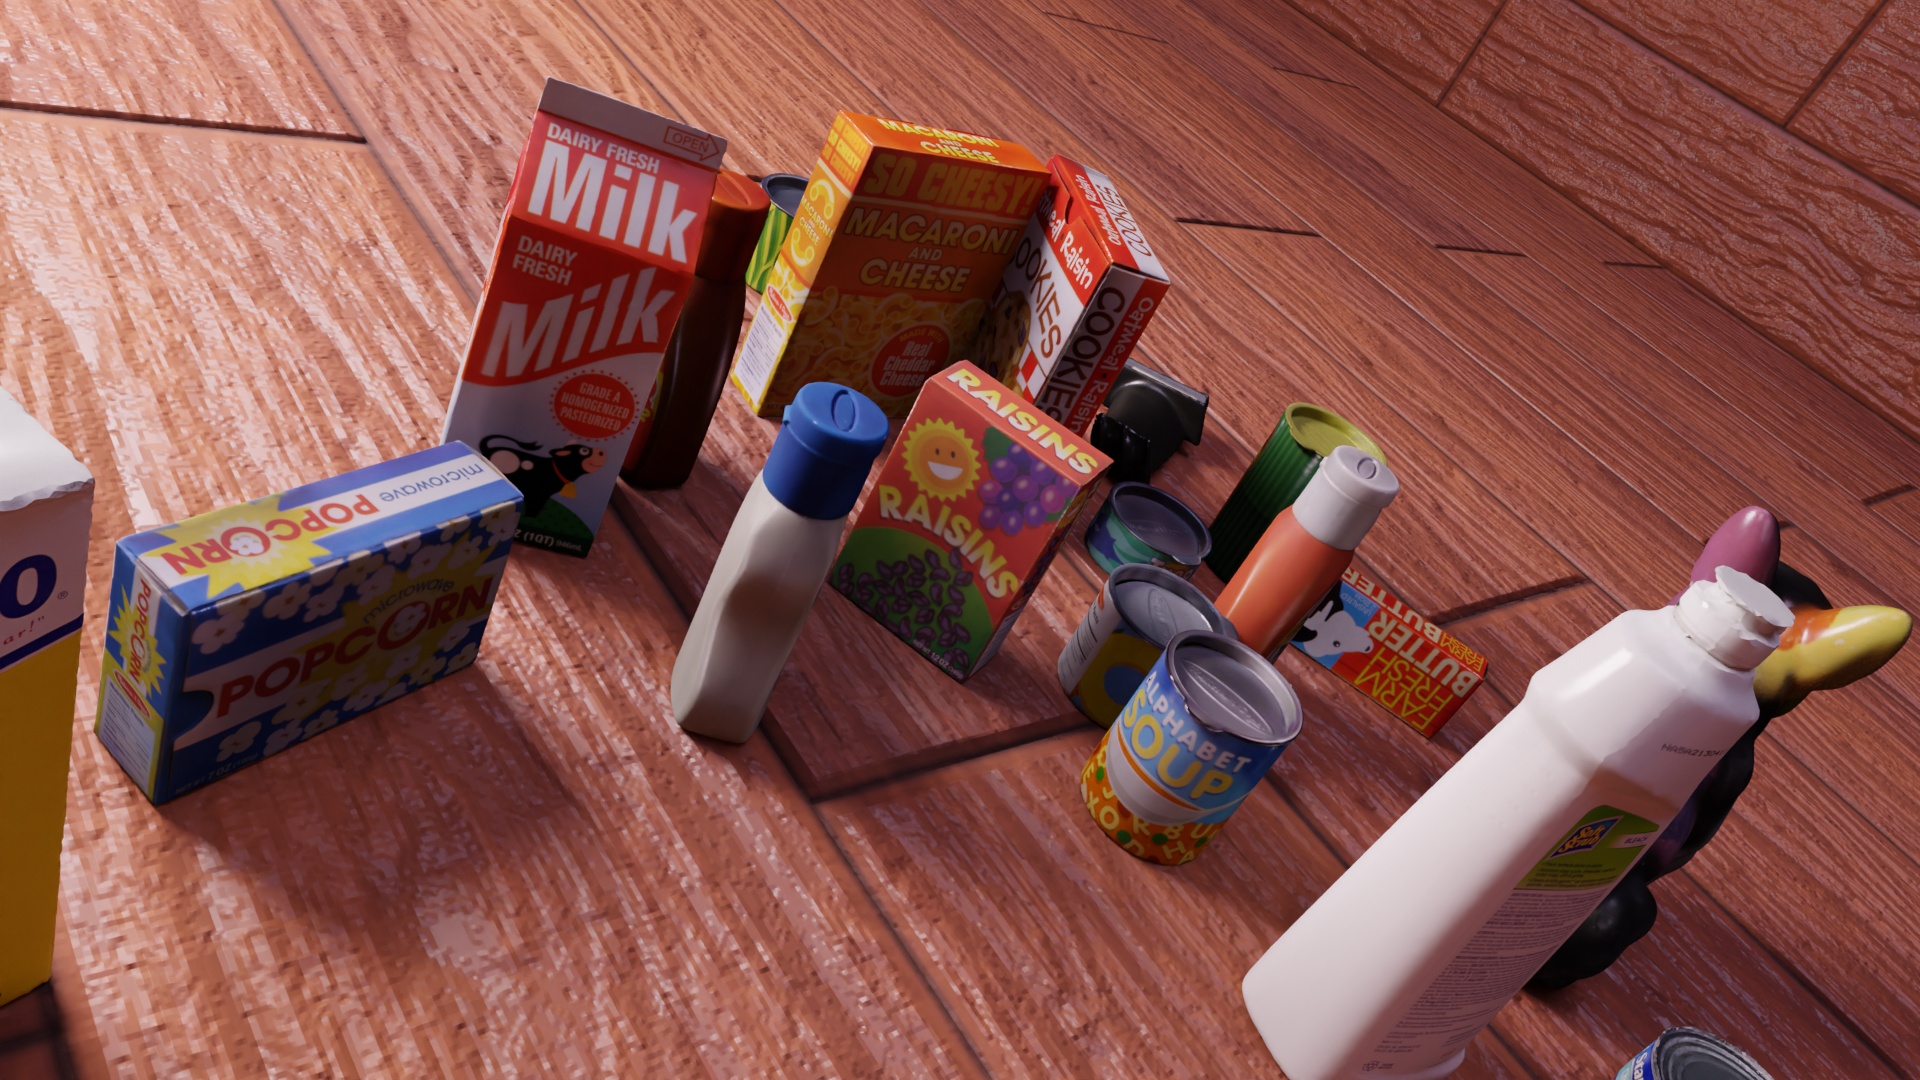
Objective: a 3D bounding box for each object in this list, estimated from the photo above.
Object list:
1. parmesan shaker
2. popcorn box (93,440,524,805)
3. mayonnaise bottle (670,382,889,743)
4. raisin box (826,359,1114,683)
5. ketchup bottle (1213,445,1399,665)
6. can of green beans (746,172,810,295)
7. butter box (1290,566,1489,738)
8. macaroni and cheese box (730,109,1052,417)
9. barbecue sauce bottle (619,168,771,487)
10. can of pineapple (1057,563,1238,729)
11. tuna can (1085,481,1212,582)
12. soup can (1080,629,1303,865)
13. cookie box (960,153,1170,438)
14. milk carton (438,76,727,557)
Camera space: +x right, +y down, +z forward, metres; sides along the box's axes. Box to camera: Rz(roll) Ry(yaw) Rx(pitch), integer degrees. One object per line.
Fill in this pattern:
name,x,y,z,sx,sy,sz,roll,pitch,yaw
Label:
parmesan shaker,0.192,-0.021,0.819,0.071,0.102,0.072,20,33,-14
popcorn box,-0.214,0.023,0.465,0.038,0.084,0.127,39,33,15
mayonnaise bottle,-0.071,0.008,0.535,0.041,0.147,0.065,19,33,-15
raisin box,0.002,-0.008,0.637,0.086,0.122,0.040,37,33,12
ketchup bottle,0.162,0.020,0.696,0.043,0.148,0.065,36,33,10
can of green beans,-0.102,-0.187,0.867,0.071,0.057,0.071,20,33,-14
butter box,0.239,0.061,0.787,0.103,0.053,0.024,35,33,10
macaroni and cheese box,-0.040,-0.143,0.753,0.124,0.165,0.040,-4,44,-41
barbecue sauce bottle,-0.128,-0.098,0.639,0.044,0.147,0.065,-5,45,-42
can of pineapple,0.090,0.055,0.678,0.071,0.057,0.071,20,33,-14
tuna can,0.108,0.001,0.789,0.071,0.032,0.071,20,33,-14
soup can,0.098,0.092,0.608,0.071,0.083,0.072,20,33,-14
cookie box,0.043,-0.110,0.769,0.040,0.166,0.123,13,35,-24
milk carton,-0.159,-0.091,0.568,0.072,0.189,0.074,15,35,-22
